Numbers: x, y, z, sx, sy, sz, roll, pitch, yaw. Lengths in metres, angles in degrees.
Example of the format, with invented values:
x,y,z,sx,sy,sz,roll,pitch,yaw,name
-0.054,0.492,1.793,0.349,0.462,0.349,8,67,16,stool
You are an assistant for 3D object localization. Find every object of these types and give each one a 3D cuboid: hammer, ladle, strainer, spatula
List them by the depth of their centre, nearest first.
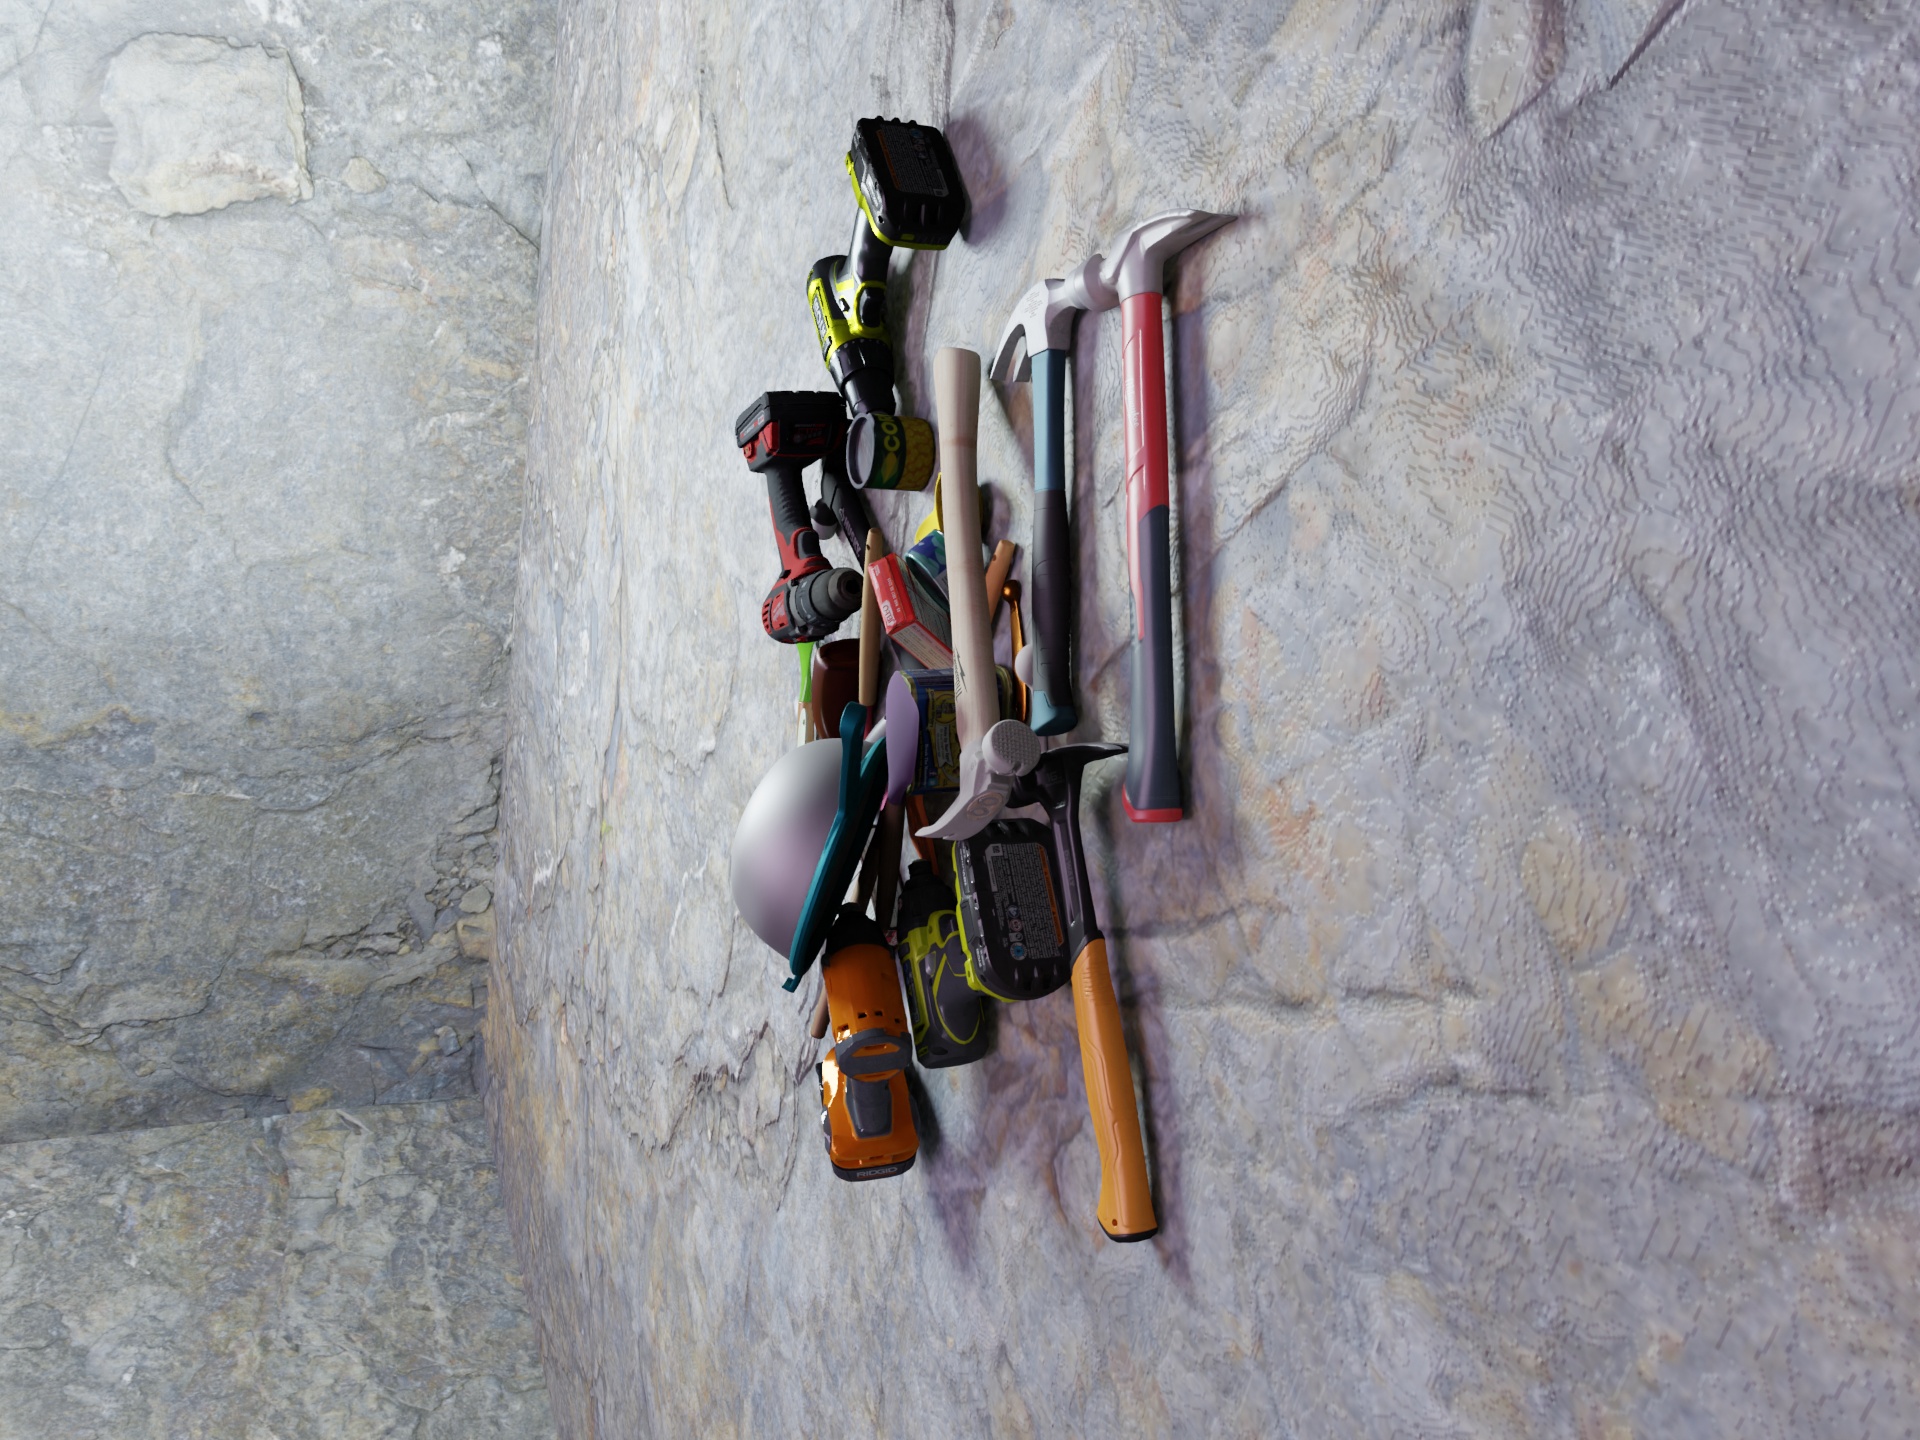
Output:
x,y,z,sx,sy,sz,roll,pitch,yaw,name
0.129,-0.128,1.024,0.143,0.038,0.386,-7,85,63,hammer
0.097,0.183,1.088,0.127,0.034,0.337,-20,75,50,hammer
0.066,-0.153,1.162,0.128,0.033,0.331,0,91,64,hammer
0.000,-0.112,1.199,0.146,0.038,0.411,129,145,-52,hammer
-0.053,0.075,1.251,0.315,0.018,0.060,98,151,-49,spatula
-0.127,0.067,1.266,0.340,0.095,0.211,103,-171,-60,strainer
-0.002,-0.004,1.325,0.081,0.041,0.322,59,137,50,spatula
-0.084,-0.038,1.427,0.069,0.031,0.315,42,141,35,ladle
-0.075,-0.139,1.459,0.335,0.035,0.146,-115,34,-41,hammer

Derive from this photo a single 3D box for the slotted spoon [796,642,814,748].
x,y,z,sx,sy,sz,roll,pitch,yaw,name
-0.161,0.006,1.654,0.070,0.031,0.314,-166,76,-64,slotted spoon

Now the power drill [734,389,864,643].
x,y,z,sx,sy,sz,roll,pitch,yaw,name
-0.141,-0.188,1.473,0.188,0.080,0.227,168,96,-65,power drill

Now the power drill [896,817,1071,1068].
x,y,z,sx,sy,sz,roll,pitch,yaw,name
0.007,0.165,1.246,0.223,0.080,0.171,131,133,-59,power drill

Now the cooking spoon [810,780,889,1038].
x,y,z,sx,sy,sz,roll,pitch,yaw,name
-0.082,0.137,1.421,0.069,0.017,0.319,-102,29,-80,cooking spoon

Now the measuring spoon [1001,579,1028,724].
x,y,z,sx,sy,sz,roll,pitch,yaw,name
0.041,-0.053,1.241,0.021,0.011,0.117,161,106,-64,measuring spoon

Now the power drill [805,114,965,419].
x,y,z,sx,sy,sz,roll,pitch,yaw,name
-0.072,-0.390,1.402,0.228,0.080,0.191,118,143,-50,power drill

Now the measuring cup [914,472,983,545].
x,y,z,sx,sy,sz,roll,pitch,yaw,name
-0.011,-0.167,1.347,0.156,0.029,0.062,148,114,-75,measuring cup

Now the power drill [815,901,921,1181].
x,y,z,sx,sy,sz,roll,pitch,yaw,name
-0.083,0.274,1.366,0.164,0.084,0.226,-105,12,-45,power drill

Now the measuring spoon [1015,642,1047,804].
x,y,z,sx,sy,sz,roll,pitch,yaw,name
0.053,0.003,1.209,0.034,0.018,0.124,173,95,-64,measuring spoon

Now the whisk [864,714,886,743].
x,y,z,sx,sy,sz,roll,pitch,yaw,name
-0.105,0.063,1.456,0.239,0.055,0.055,-51,45,39,whisk

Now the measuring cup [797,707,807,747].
x,y,z,sx,sy,sz,roll,pitch,yaw,name
-0.146,0.072,1.614,0.083,0.038,0.167,178,93,-65,measuring cup
